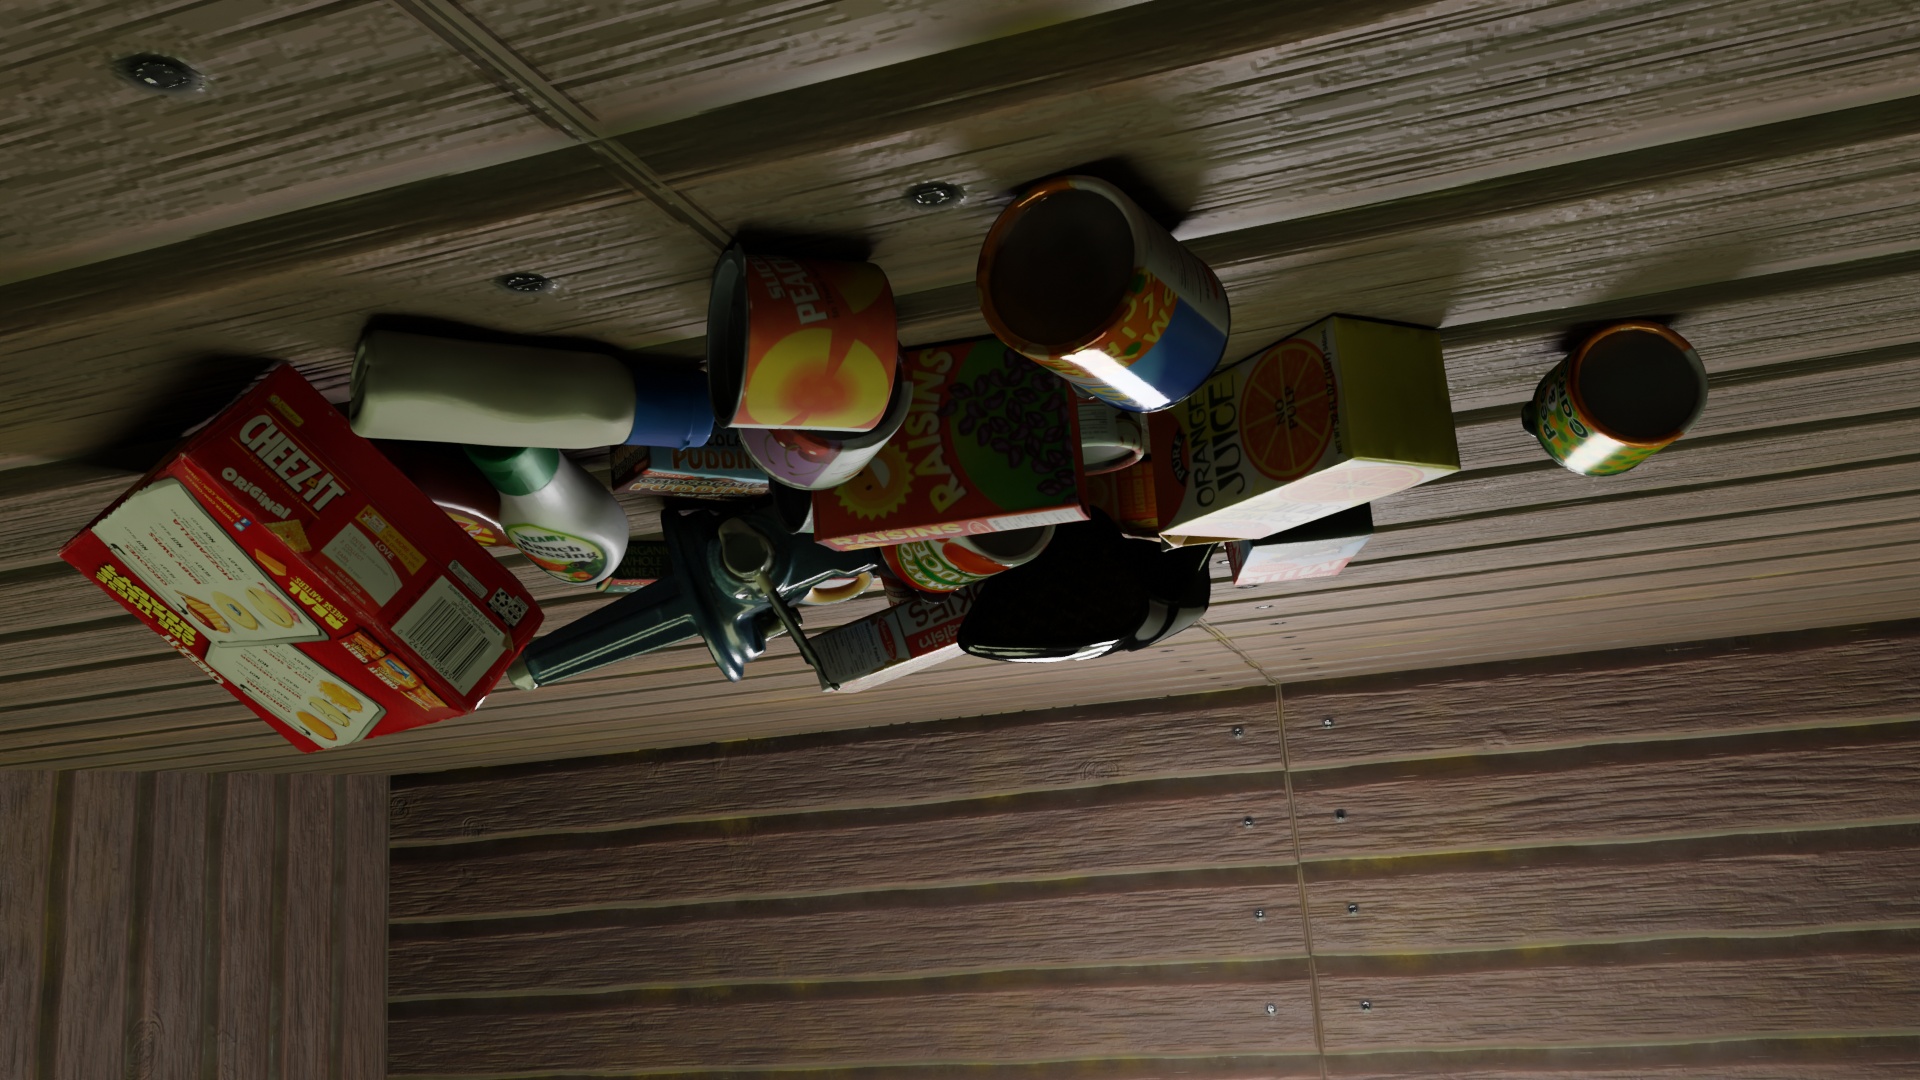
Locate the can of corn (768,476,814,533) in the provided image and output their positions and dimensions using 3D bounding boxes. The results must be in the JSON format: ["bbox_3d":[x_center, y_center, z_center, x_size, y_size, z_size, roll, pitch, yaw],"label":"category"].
[{"bbox_3d":[-0.060,-0.036,0.717,0.058,0.071,0.071,1,167,-27],"label":"can of corn"}]

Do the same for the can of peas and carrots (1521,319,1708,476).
[{"bbox_3d":[0.327,-0.071,0.698,0.071,0.071,0.058,-5,167,3],"label":"can of peas and carrots"}]

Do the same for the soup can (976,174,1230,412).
[{"bbox_3d":[0.051,-0.086,0.508,0.071,0.071,0.084,-11,166,29],"label":"soup can"}]

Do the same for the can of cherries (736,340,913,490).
[{"bbox_3d":[-0.061,-0.062,0.594,0.071,0.071,0.058,0,167,-19],"label":"can of cherries"}]

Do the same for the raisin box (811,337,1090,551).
[{"bbox_3d":[-0.007,-0.045,0.644,0.123,0.086,0.040,-7,169,12],"label":"raisin box"}]

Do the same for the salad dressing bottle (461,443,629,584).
[{"bbox_3d":[-0.214,-0.024,0.716,0.064,0.044,0.147,8,157,6],"label":"salad dressing bottle"}]

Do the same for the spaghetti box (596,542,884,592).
[{"bbox_3d":[-0.144,0.020,1.048,0.250,0.029,0.050,0,167,-23],"label":"spaghetti box"}]

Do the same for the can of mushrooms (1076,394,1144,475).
[{"bbox_3d":[0.065,-0.057,0.743,0.071,0.033,0.071,-5,168,-1],"label":"can of mushrooms"}]

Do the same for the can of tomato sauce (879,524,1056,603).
[{"bbox_3d":[0.003,-0.009,0.732,0.071,0.071,0.083,2,167,-28],"label":"can of tomato sauce"}]

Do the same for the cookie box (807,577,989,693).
[{"bbox_3d":[-0.010,0.057,0.941,0.167,0.040,0.123,-20,172,3],"label":"cookie box"}]

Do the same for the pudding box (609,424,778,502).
[{"bbox_3d":[-0.139,-0.042,0.743,0.084,0.030,0.049,4,165,-37],"label":"pudding box"}]

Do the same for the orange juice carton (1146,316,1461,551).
[{"bbox_3d":[0.160,-0.048,0.728,0.073,0.072,0.192,3,166,-28],"label":"orange juice carton"}]

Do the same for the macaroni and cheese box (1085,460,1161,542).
[{"bbox_3d":[0.059,-0.014,0.933,0.166,0.040,0.123,-7,168,14],"label":"macaroni and cheese box"}]

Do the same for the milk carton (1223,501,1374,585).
[{"bbox_3d":[0.210,-0.017,0.895,0.072,0.073,0.190,-6,169,6],"label":"milk carton"}]

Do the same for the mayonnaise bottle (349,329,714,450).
[{"bbox_3d":[-0.183,-0.062,0.606,0.148,0.041,0.064,1,168,-31],"label":"mayonnaise bottle"}]

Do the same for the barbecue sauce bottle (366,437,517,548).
[{"bbox_3d":[-0.273,-0.021,0.761,0.065,0.044,0.148,-6,169,22],"label":"barbecue sauce bottle"}]

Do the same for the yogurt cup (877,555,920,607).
[{"bbox_3d":[-0.026,0.031,1.029,0.072,0.073,0.053,-10,124,22],"label":"yogurt cup"}]

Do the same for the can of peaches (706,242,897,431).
[{"bbox_3d":[-0.061,-0.076,0.526,0.058,0.071,0.071,1,167,-23],"label":"can of peaches"}]
